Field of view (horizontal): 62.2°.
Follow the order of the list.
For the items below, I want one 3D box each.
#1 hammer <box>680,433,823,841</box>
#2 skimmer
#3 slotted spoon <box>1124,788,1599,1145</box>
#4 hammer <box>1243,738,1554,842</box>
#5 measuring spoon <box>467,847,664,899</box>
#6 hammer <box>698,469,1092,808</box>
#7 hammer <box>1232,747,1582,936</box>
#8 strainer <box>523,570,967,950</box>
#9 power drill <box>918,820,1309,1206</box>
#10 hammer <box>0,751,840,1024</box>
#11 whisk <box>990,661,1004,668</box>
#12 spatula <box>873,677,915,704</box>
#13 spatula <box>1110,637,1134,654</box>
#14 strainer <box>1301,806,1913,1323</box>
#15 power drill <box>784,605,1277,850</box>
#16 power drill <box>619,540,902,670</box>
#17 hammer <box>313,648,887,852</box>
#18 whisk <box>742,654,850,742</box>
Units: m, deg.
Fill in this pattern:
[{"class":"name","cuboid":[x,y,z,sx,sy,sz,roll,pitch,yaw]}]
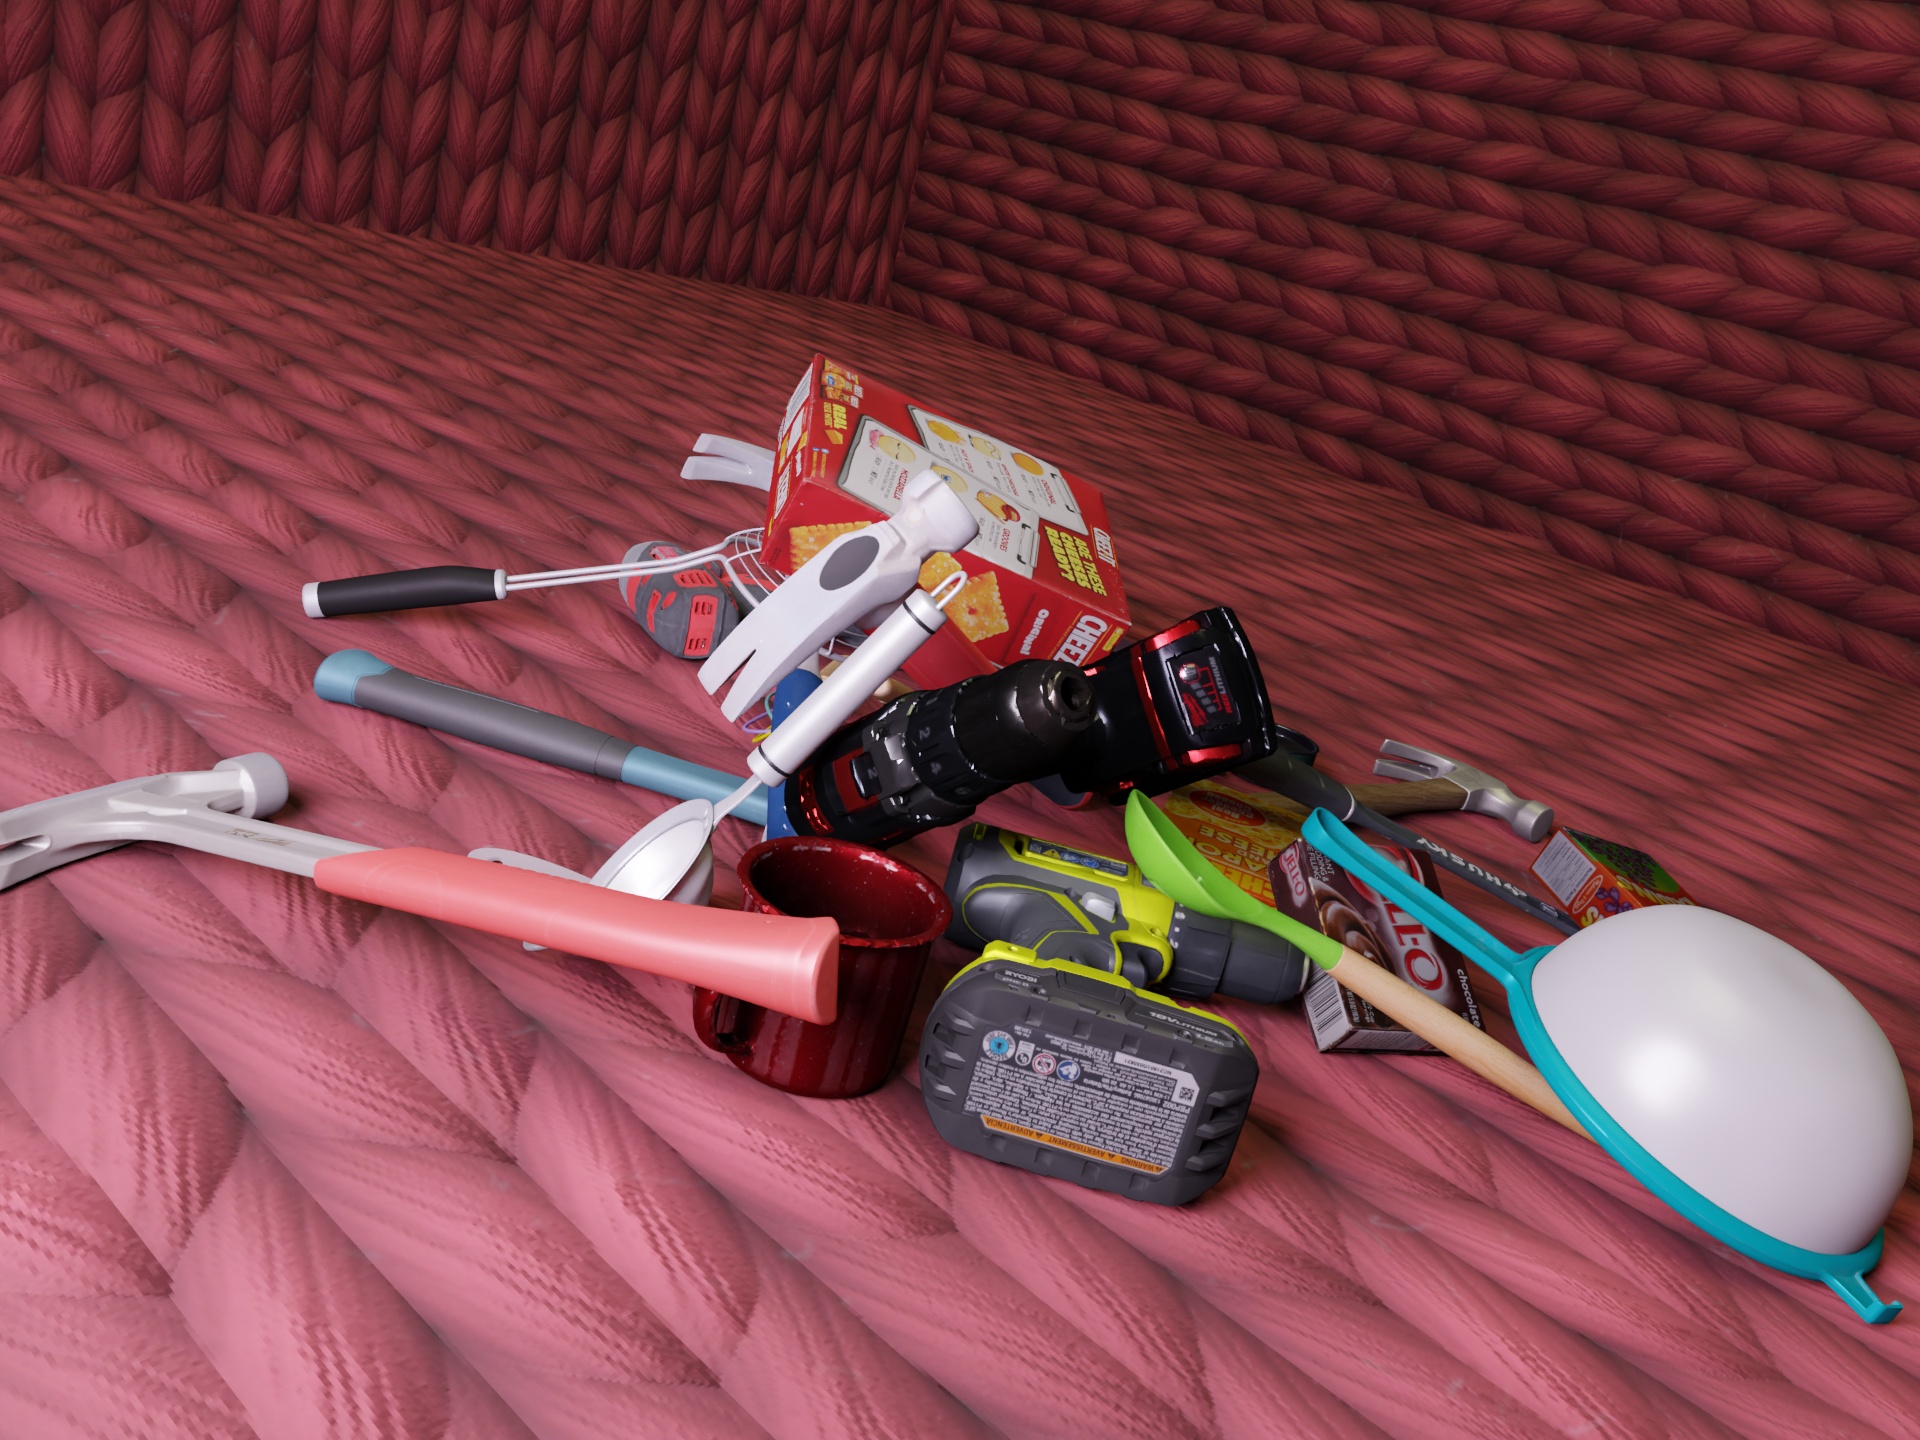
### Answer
[{"class":"hammer","cuboid":[-0.094,-0.030,0.890,0.144,0.035,0.406,20,36,-21]},{"class":"skimmer","cuboid":[-0.232,-0.068,1.036,0.363,0.090,0.127,-6,30,-6]},{"class":"slotted spoon","cuboid":[0.200,0.128,0.766,0.313,0.031,0.070,33,15,-13]},{"class":"hammer","cuboid":[0.297,0.058,1.171,0.331,0.031,0.130,-2,26,-41]},{"class":"measuring spoon","cuboid":[-0.182,0.085,0.753,0.124,0.018,0.034,16,39,21]},{"class":"hammer","cuboid":[-0.001,-0.003,0.871,0.038,0.143,0.386,52,3,25]},{"class":"hammer","cuboid":[0.254,0.063,1.001,0.409,0.036,0.149,27,21,-4]},{"class":"strainer","cuboid":[-0.088,0.027,0.696,0.050,0.258,0.087,42,11,-22]},{"class":"power drill","cuboid":[0.076,0.126,0.744,0.190,0.080,0.228,15,16,2]},{"class":"hammer","cuboid":[-0.213,0.068,0.629,0.359,0.036,0.149,9,15,23]},{"class":"whisk","cuboid":[0.089,-0.011,1.184,0.246,0.059,0.058,20,57,1]},{"class":"spatula","cuboid":[-0.007,-0.005,1.002,0.082,0.044,0.317,24,-3,14]},{"class":"spatula","cuboid":[0.055,-0.080,1.126,0.059,0.018,0.316,9,15,-46]},{"class":"strainer","cuboid":[0.335,0.123,0.794,0.340,0.095,0.211,36,27,8]},{"class":"power drill","cuboid":[0.050,0.003,0.748,0.226,0.080,0.188,-11,-9,-40]},{"class":"power drill","cuboid":[-0.144,-0.095,1.194,0.219,0.078,0.143,-1,25,-32]},{"class":"hammer","cuboid":[-0.197,0.020,0.890,0.331,0.033,0.128,17,18,3]},{"class":"whisk","cuboid":[-0.091,-0.017,1.039,0.051,0.047,0.245,30,12,-1]}]
